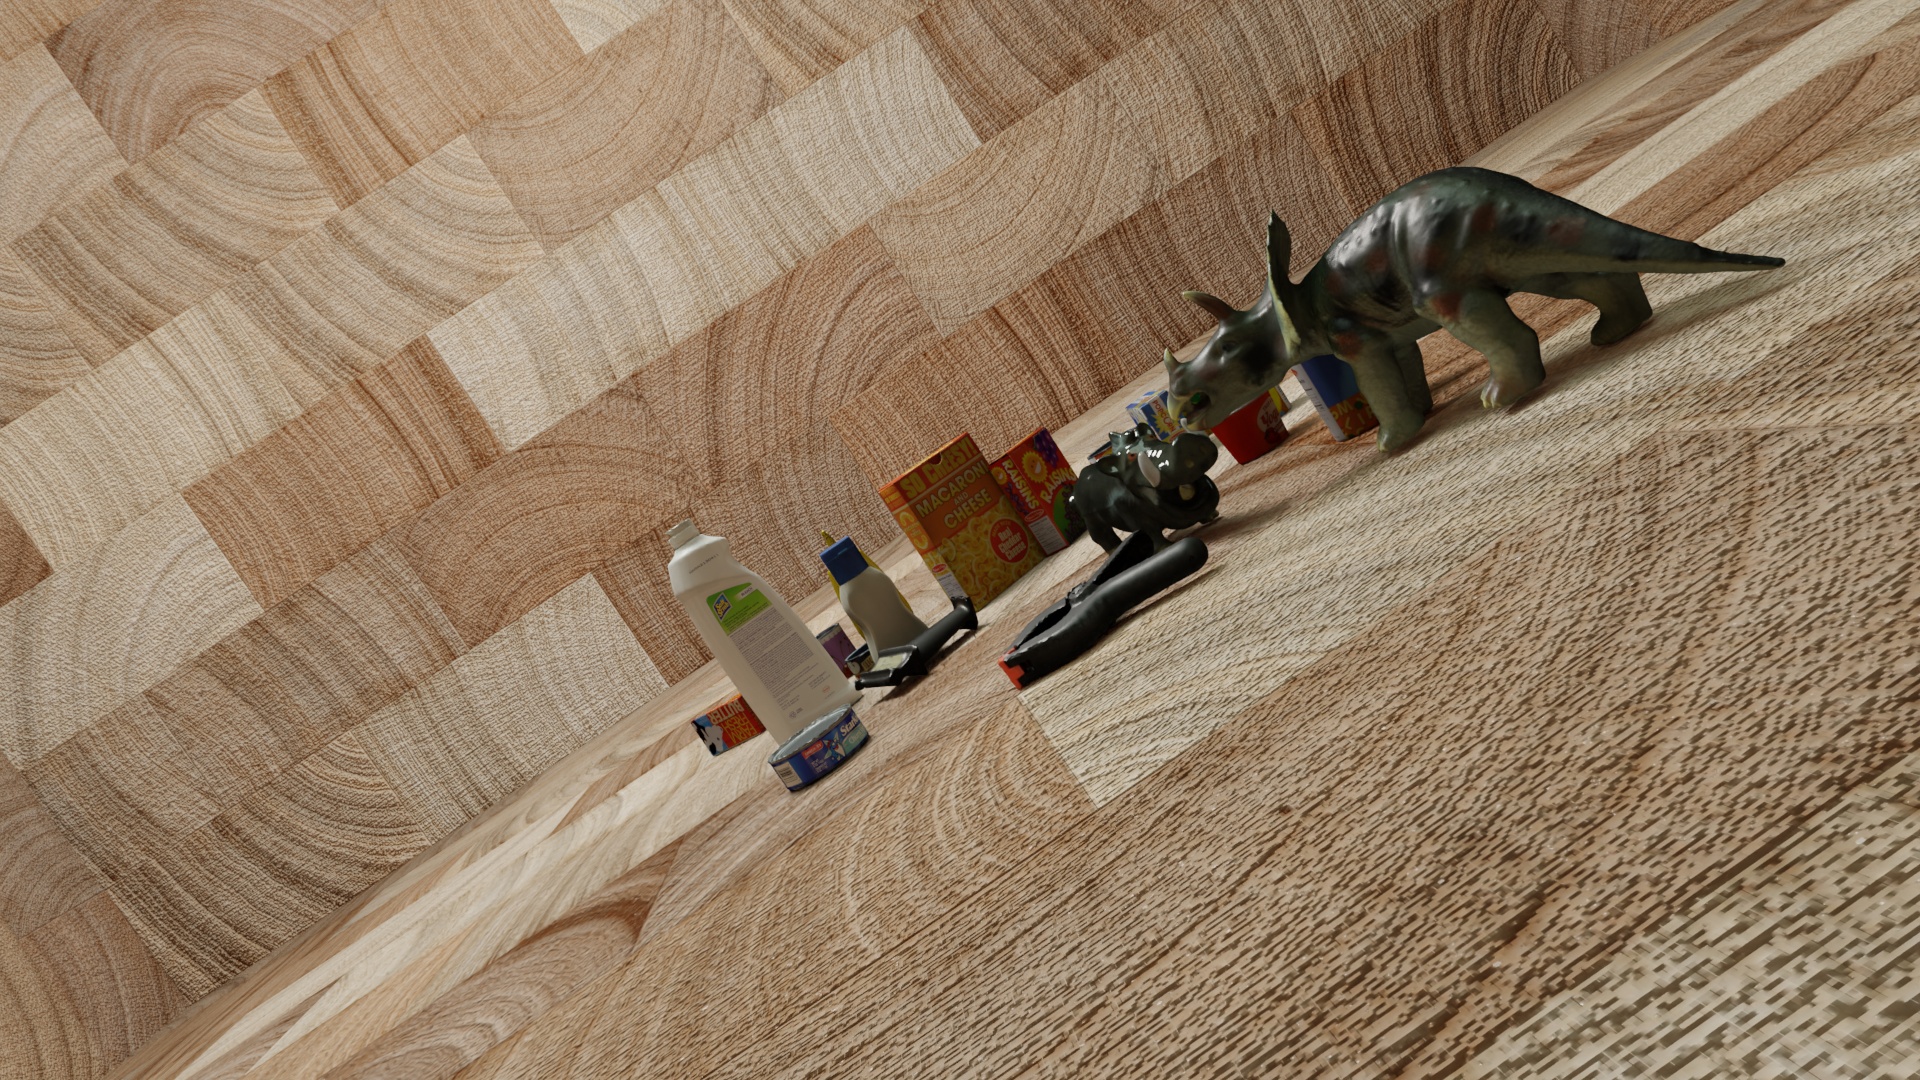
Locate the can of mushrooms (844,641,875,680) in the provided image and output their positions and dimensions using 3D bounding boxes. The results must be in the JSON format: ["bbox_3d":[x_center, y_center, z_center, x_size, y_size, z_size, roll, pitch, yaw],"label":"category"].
[{"bbox_3d":[-0.090,0.126,1.505,0.071,0.033,0.071,-33,5,3],"label":"can of mushrooms"}]

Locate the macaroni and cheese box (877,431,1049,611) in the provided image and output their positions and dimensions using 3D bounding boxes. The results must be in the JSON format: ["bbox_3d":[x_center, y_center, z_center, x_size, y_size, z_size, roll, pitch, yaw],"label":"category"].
[{"bbox_3d":[0.005,-0.019,1.522,0.124,0.166,0.040,-37,6,-35],"label":"macaroni and cheese box"}]

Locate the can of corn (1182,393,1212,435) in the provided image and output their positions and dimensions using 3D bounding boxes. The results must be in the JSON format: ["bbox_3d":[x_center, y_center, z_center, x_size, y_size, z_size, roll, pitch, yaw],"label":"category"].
[{"bbox_3d":[0.268,-0.144,1.679,0.071,0.058,0.071,-33,5,3],"label":"can of corn"}]

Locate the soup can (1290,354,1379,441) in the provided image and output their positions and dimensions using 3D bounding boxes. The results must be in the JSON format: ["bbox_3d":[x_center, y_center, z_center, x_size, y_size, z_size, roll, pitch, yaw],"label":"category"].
[{"bbox_3d":[0.317,-0.134,1.136,0.071,0.083,0.071,-33,5,3],"label":"soup can"}]

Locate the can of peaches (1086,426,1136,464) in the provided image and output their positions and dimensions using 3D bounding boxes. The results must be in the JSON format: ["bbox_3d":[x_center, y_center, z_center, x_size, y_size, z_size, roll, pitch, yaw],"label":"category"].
[{"bbox_3d":[0.195,-0.093,1.655,0.071,0.058,0.071,-33,5,3],"label":"can of peaches"}]

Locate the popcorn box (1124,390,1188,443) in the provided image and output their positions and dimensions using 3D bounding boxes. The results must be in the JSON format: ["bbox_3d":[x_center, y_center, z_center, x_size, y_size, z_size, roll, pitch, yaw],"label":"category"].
[{"bbox_3d":[0.233,-0.126,1.581,0.038,0.085,0.127,-33,5,2],"label":"popcorn box"}]

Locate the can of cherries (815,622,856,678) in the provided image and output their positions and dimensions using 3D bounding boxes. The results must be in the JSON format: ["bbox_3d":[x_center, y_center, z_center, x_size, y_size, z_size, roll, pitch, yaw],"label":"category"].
[{"bbox_3d":[-0.157,0.140,1.639,0.071,0.058,0.071,-33,5,3],"label":"can of cherries"}]

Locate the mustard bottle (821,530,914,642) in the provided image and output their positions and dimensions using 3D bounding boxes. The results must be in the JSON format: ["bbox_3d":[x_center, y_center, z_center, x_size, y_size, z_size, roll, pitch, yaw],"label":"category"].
[{"bbox_3d":[-0.116,0.053,1.629,0.065,0.160,0.048,-36,5,-28],"label":"mustard bottle"}]

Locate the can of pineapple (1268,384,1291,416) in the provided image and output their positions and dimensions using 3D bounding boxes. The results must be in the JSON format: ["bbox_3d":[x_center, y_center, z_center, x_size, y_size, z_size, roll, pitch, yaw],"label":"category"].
[{"bbox_3d":[0.308,-0.148,1.476,0.071,0.058,0.071,-33,5,3],"label":"can of pineapple"}]

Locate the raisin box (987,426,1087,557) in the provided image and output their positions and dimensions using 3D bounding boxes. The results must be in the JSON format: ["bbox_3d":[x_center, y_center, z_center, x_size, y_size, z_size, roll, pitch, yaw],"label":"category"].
[{"bbox_3d":[0.095,-0.055,1.551,0.040,0.123,0.086,-29,6,42],"label":"raisin box"}]

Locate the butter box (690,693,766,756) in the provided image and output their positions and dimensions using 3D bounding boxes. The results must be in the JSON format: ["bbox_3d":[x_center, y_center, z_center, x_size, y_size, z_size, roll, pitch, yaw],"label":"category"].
[{"bbox_3d":[-0.275,0.219,1.665,0.103,0.053,0.024,-29,6,39],"label":"butter box"}]

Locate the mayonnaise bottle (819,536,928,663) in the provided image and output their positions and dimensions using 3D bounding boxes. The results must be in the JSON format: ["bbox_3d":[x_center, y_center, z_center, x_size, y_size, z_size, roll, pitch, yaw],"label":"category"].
[{"bbox_3d":[-0.086,0.066,1.397,0.065,0.148,0.041,-35,5,-17],"label":"mayonnaise bottle"}]

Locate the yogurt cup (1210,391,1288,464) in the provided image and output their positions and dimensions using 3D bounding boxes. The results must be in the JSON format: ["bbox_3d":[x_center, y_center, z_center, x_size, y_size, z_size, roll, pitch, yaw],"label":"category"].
[{"bbox_3d":[0.276,-0.109,1.325,0.072,0.054,0.072,-33,5,3],"label":"yogurt cup"}]
